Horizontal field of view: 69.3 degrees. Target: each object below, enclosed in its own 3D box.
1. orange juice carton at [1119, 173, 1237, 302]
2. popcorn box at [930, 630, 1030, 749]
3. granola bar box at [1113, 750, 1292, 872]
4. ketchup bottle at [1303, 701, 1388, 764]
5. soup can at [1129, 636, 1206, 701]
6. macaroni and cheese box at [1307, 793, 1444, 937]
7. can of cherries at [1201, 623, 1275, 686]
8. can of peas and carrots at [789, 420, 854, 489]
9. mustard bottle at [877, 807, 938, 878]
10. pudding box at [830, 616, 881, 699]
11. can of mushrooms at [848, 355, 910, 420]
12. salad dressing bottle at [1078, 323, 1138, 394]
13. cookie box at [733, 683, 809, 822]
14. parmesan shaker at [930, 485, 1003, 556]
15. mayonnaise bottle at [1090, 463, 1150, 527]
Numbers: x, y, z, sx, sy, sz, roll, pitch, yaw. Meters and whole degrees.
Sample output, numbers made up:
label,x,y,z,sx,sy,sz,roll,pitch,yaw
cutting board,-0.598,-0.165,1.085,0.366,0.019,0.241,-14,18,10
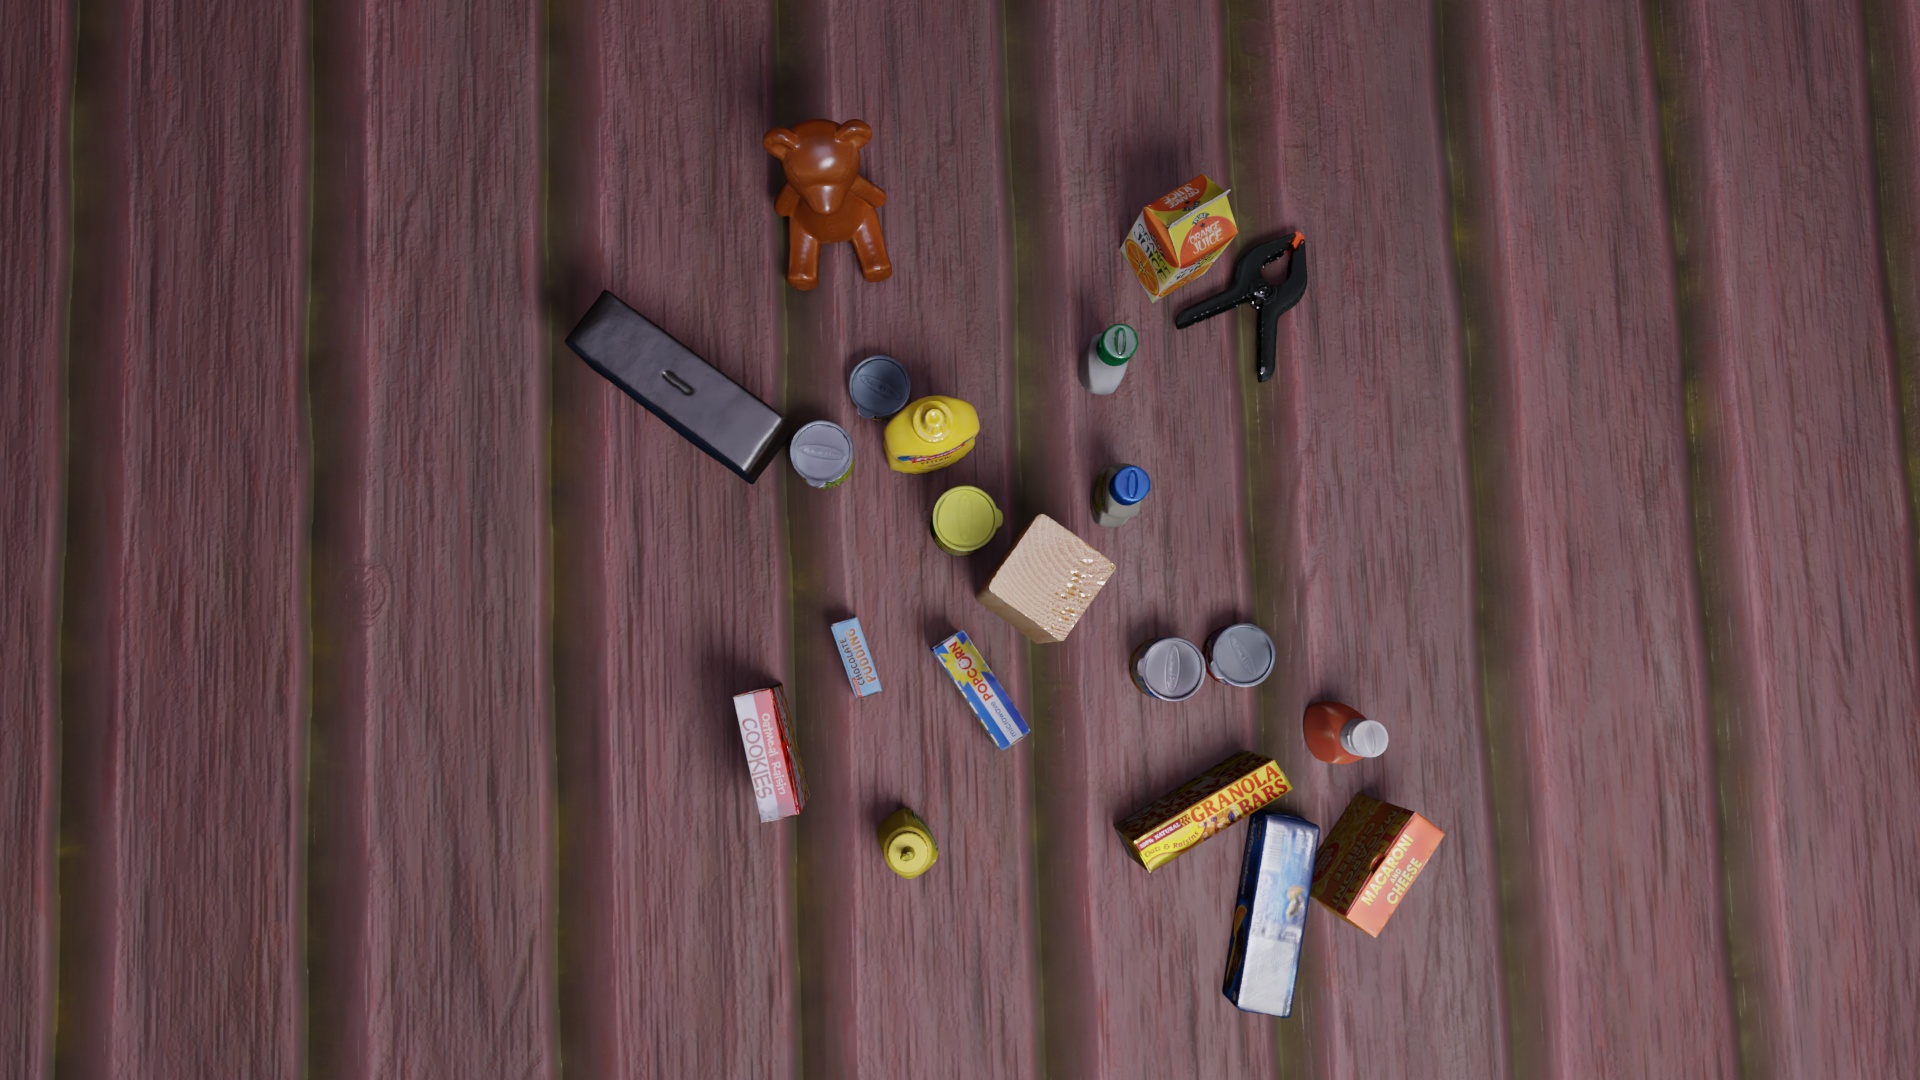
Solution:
label,x,y,z,sx,sy,sz,roll,pitch,yaw
orange juice carton,0.228,-0.316,1.440,0.072,0.192,0.073,-30,87,-5
popcorn box,0.019,0.154,1.439,0.038,0.085,0.126,-34,88,-5
granola bar box,0.244,0.273,1.421,0.166,0.124,0.039,-29,87,-5
ketchup bottle,0.394,0.199,1.423,0.043,0.148,0.064,-8,86,-4
soup can,0.212,0.134,1.452,0.071,0.083,0.071,0,85,-3
macaroni and cheese box,0.409,0.324,1.404,0.040,0.166,0.124,36,84,0
can of cherries,0.291,0.122,1.470,0.071,0.058,0.071,0,85,-3
can of peas and carrots,-0.145,-0.087,1.466,0.071,0.058,0.071,0,85,-3
mustard bottle,-0.052,0.306,1.383,0.049,0.160,0.065,-36,88,-5
pudding box,-0.109,0.123,1.453,0.030,0.049,0.083,-19,86,-4
can of mushrooms,-0.088,-0.161,1.488,0.071,0.033,0.071,0,85,-3
salad dressing bottle,0.154,-0.191,1.447,0.044,0.147,0.064,3,85,-3
cookie box,-0.185,0.207,1.382,0.040,0.167,0.123,-14,86,-4
parmesan shaker,0.005,-0.018,1.445,0.071,0.103,0.071,0,85,-3
mayonnaise bottle,0.165,-0.050,1.434,0.041,0.148,0.065,3,85,-3
